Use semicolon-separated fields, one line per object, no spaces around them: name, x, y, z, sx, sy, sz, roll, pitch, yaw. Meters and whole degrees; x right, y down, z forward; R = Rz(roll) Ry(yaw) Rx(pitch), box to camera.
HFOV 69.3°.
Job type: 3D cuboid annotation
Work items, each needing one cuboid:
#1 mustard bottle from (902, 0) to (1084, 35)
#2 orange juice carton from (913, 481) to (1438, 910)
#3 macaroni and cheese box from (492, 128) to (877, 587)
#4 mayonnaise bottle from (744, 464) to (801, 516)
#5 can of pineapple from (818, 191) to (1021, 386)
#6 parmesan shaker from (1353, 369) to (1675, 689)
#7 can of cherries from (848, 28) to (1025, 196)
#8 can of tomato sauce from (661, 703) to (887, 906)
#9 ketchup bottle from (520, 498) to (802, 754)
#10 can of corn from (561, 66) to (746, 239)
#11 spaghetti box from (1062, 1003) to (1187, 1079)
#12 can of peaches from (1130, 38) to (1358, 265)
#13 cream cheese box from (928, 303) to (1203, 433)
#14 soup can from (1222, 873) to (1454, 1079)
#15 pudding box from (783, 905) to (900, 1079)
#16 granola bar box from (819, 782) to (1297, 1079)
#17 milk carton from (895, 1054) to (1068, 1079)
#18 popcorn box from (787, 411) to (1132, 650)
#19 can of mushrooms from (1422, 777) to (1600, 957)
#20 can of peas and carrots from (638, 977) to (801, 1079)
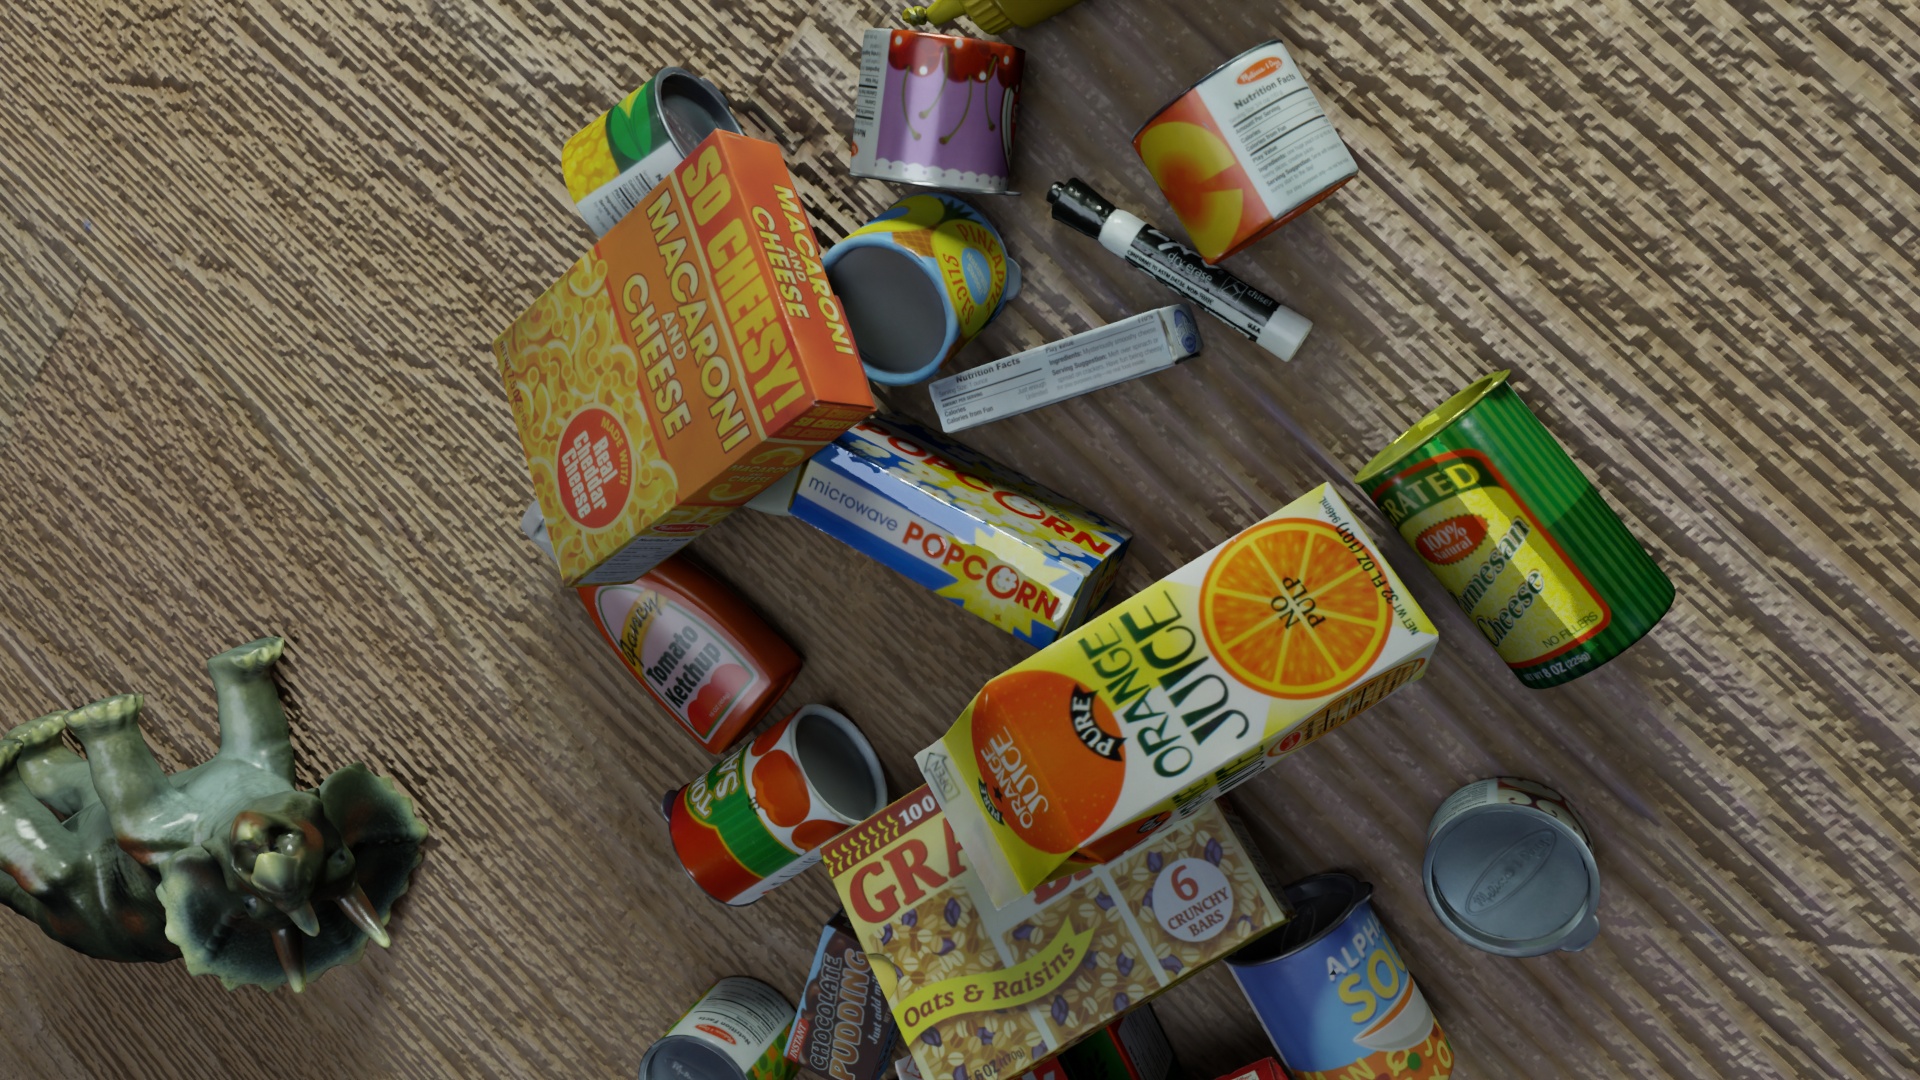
mustard bottle;0.045;-0.235;0.532;0.160;0.065;0.049;-21;89;29
orange juice carton;0.080;0.064;0.536;0.193;0.073;0.072;-31;68;2
macaroni and cheese box;-0.120;-0.070;0.578;0.166;0.040;0.124;-31;73;34
mayonnaise bottle;-0.126;-0.046;0.648;0.148;0.041;0.064;3;102;20
can of pineapple;-0.019;-0.105;0.576;0.071;0.058;0.070;13;125;20
parmesan shaker;0.208;-0.004;0.520;0.071;0.071;0.103;-40;87;23
can of cherries;-0.007;-0.173;0.563;0.071;0.072;0.058;12;106;17
can of tomato sauce;-0.087;0.124;0.659;0.083;0.071;0.071;-35;89;23
ketchup bottle;-0.148;0.032;0.673;0.149;0.044;0.064;43;114;7
can of corn;-0.131;-0.165;0.610;0.058;0.071;0.071;-26;93;24
spaghetti box;0.093;0.276;0.638;0.028;0.050;0.250;-25;93;25
can of peaches;0.107;-0.145;0.528;0.071;0.071;0.058;-32;91;24
cream cheese box;0.044;-0.070;0.573;0.103;0.053;0.024;-16;95;22
soup can;0.161;0.193;0.585;0.071;0.071;0.083;-30;92;24
pudding box;-0.052;0.227;0.690;0.050;0.030;0.083;24;109;14
granola bar box;0.037;0.145;0.590;0.165;0.039;0.124;-33;66;8
milk carton;0.030;0.312;0.641;0.072;0.073;0.190;-19;99;-16
popcorn box;0.002;-0.007;0.586;0.127;0.085;0.038;28;109;12
can of mushrooms;0.225;0.134;0.566;0.071;0.033;0.071;4;103;19
can of peas and carrots;-0.121;0.269;0.710;0.071;0.059;0.070;5;105;20
